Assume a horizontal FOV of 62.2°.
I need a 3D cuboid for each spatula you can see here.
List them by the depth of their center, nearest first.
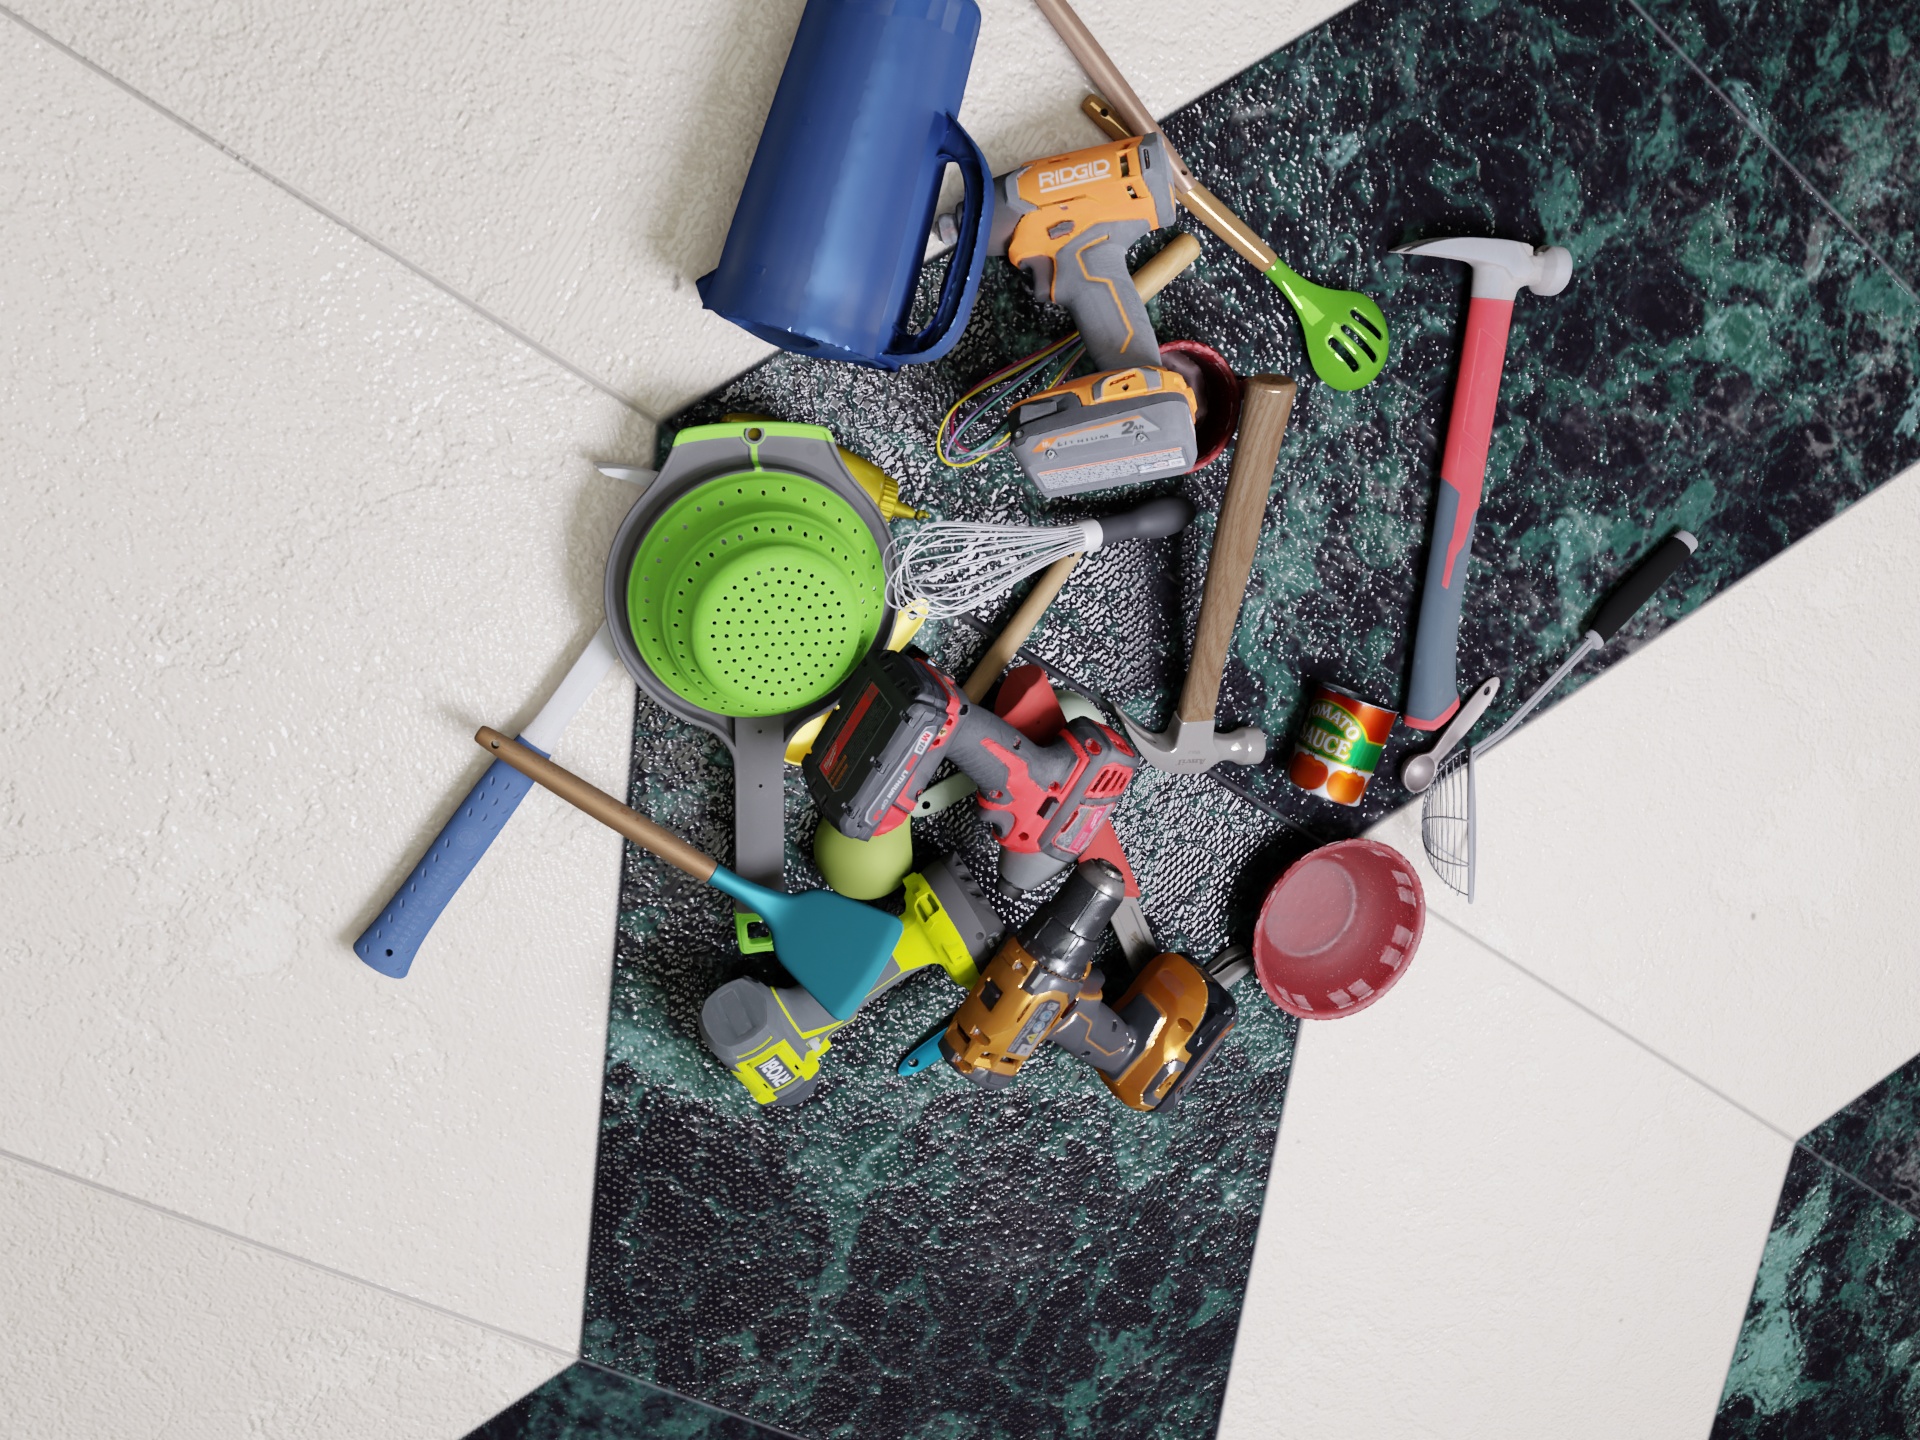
[{"bbox_3d":[-0.191,0.091,1.089,0.317,0.044,0.082,32,90,-11],"label":"spatula"}]

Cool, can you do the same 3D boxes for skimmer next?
[{"bbox_3d":[0.511,-0.007,1.325,0.363,0.090,0.127,-46,151,-4],"label":"skimmer"}]

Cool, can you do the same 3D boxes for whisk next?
[{"bbox_3d":[0.065,-0.127,1.134,0.284,0.070,0.070,-17,112,-33],"label":"whisk"},{"bbox_3d":[0.077,-0.267,1.137,0.245,0.051,0.047,-42,108,-5],"label":"whisk"}]

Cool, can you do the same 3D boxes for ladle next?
[{"bbox_3d":[-0.002,-0.004,1.195,0.078,0.062,0.320,35,86,5],"label":"ladle"}]

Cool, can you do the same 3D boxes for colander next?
[{"bbox_3d":[-0.132,0.002,1.085,0.204,0.095,0.396,-4,113,-16],"label":"colander"}]

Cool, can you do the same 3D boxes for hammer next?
[{"bbox_3d":[-0.294,0.004,1.104,0.144,0.035,0.405,35,93,-24],"label":"hammer"},{"bbox_3d":[0.193,-0.097,1.176,0.130,0.031,0.331,-5,126,-16],"label":"hammer"},{"bbox_3d":[0.117,0.102,1.233,0.149,0.037,0.358,-29,122,-7],"label":"hammer"},{"bbox_3d":[0.381,-0.181,1.260,0.143,0.038,0.386,1,106,-16],"label":"hammer"}]

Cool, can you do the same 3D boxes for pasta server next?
[{"bbox_3d":[0.063,-0.482,1.059,0.060,0.040,0.316,-48,111,-15],"label":"pasta server"}]

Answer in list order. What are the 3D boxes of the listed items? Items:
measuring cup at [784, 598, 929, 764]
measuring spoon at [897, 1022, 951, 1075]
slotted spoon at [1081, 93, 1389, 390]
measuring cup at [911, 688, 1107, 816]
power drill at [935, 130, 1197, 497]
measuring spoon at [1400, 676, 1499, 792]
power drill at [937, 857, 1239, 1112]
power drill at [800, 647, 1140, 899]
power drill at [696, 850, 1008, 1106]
[{"bbox_3d":[-0.082,-0.033,1.166,0.156,0.029,0.062,-46,114,-3],"label":"measuring cup"},{"bbox_3d":[-0.001,0.243,1.283,0.128,0.021,0.042,-37,115,6],"label":"measuring spoon"},{"bbox_3d":[0.207,-0.348,1.161,0.313,0.031,0.070,34,92,-22],"label":"slotted spoon"},{"bbox_3d":[0.039,0.037,1.216,0.167,0.038,0.083,-27,112,-10],"label":"measuring cup"},{"bbox_3d":[0.071,-0.271,1.065,0.164,0.084,0.227,-8,78,12],"label":"power drill"},{"bbox_3d":[0.411,0.009,1.342,0.124,0.018,0.034,-48,124,-6],"label":"measuring spoon"},{"bbox_3d":[0.111,0.201,1.192,0.226,0.084,0.185,23,105,-41],"label":"power drill"},{"bbox_3d":[0.010,0.045,1.089,0.219,0.079,0.143,20,110,-37],"label":"power drill"},{"bbox_3d":[-0.071,0.205,1.192,0.223,0.080,0.171,-30,148,-6],"label":"power drill"}]
